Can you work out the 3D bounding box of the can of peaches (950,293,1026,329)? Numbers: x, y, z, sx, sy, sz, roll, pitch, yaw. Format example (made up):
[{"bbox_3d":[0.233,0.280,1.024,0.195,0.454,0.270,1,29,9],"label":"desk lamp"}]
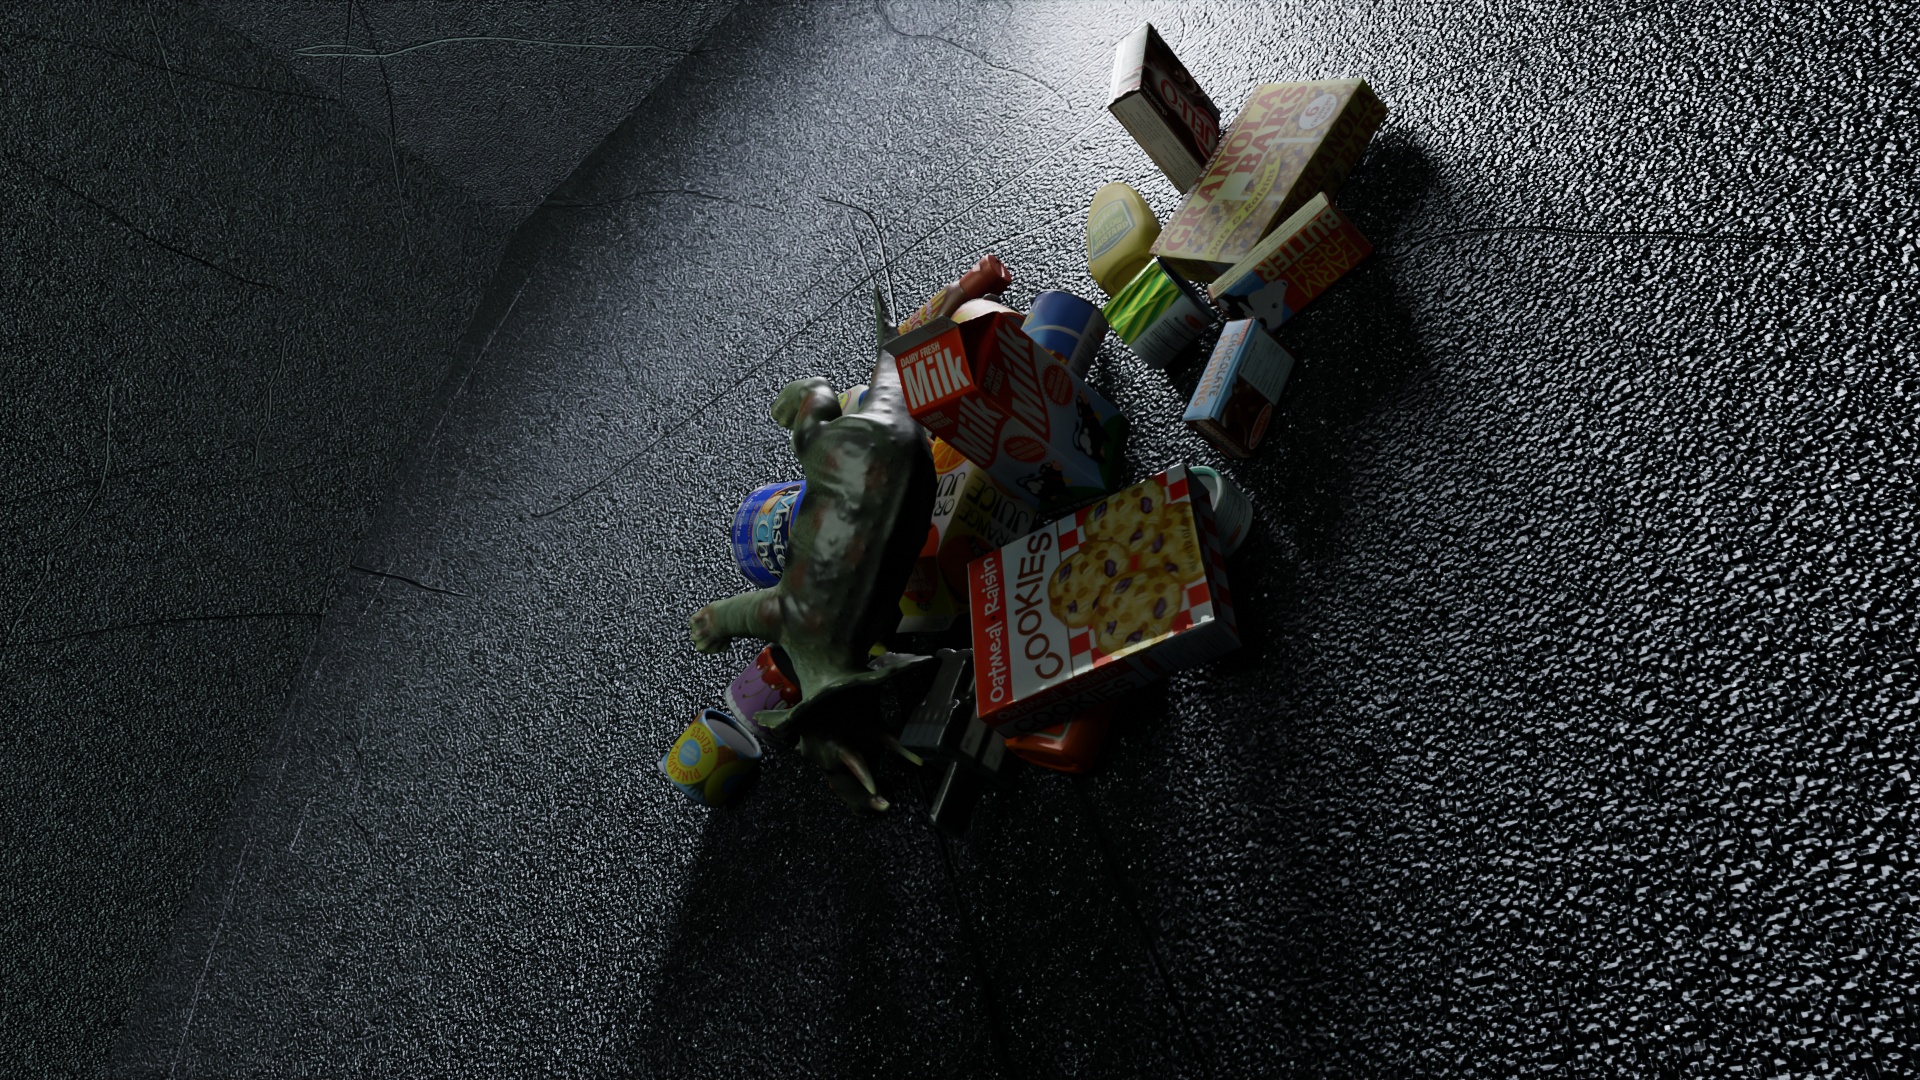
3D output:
[{"bbox_3d":[0.029,-0.177,1.222,0.071,0.071,0.058,-53,30,3],"label":"can of peaches"}]

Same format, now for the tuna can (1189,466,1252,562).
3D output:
[{"bbox_3d":[0.154,-0.014,0.915,0.071,0.033,0.071,-35,36,30],"label":"tuna can"}]

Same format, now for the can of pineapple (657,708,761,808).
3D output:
[{"bbox_3d":[-0.215,0.187,1.196,0.058,0.071,0.071,-51,30,7],"label":"can of pineapple"}]

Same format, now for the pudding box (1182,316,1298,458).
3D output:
[{"bbox_3d":[0.189,-0.103,0.938,0.030,0.049,0.084,-1,59,56],"label":"pudding box"}]

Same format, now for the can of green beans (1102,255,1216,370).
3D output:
[{"bbox_3d":[0.149,-0.171,1.048,0.057,0.071,0.071,-43,32,20],"label":"can of green beans"}]

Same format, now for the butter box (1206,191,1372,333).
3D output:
[{"bbox_3d":[0.229,-0.189,0.967,0.103,0.053,0.024,-40,30,23],"label":"butter box"}]

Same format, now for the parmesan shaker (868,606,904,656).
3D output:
[{"bbox_3d":[-0.069,0.035,1.145,0.071,0.071,0.103,-4,57,54],"label":"parmesan shaker"}]

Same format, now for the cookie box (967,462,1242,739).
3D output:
[{"bbox_3d":[0.084,0.040,0.872,0.167,0.040,0.123,-26,46,25],"label":"cookie box"}]

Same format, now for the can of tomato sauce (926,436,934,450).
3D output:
[{"bbox_3d":[-0.029,-0.049,1.158,0.071,0.083,0.071,-35,35,30],"label":"can of tomato sauce"}]

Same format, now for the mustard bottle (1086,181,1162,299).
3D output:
[{"bbox_3d":[0.136,-0.263,1.177,0.065,0.048,0.161,-37,34,25],"label":"mustard bottle"}]

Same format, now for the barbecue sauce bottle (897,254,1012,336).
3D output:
[{"bbox_3d":[-0.014,-0.216,1.347,0.148,0.043,0.065,-38,33,25],"label":"barbecue sauce bottle"}]

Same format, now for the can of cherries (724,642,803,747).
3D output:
[{"bbox_3d":[-0.154,0.130,1.174,0.058,0.071,0.072,-46,31,13],"label":"can of cherries"}]

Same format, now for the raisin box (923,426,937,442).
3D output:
[{"bbox_3d":[-0.044,-0.091,1.268,0.123,0.040,0.086,-9,53,49],"label":"raisin box"}]

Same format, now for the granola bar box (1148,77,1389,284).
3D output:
[{"bbox_3d":[0.232,-0.272,1.060,0.165,0.039,0.124,-57,31,-4],"label":"granola bar box"}]

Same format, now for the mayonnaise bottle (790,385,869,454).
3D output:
[{"bbox_3d":[-0.111,-0.124,1.391,0.147,0.041,0.065,-19,43,46],"label":"mayonnaise bottle"}]

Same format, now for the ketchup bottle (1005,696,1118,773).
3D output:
[{"bbox_3d":[0.083,0.077,0.913,0.064,0.043,0.149,-1,59,49],"label":"ketchup bottle"}]

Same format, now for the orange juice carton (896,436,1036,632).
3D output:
[{"bbox_3d":[0.004,-0.014,1.086,0.071,0.073,0.193,-8,53,51],"label":"orange juice carton"}]

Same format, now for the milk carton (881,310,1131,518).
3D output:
[{"bbox_3d":[0.033,-0.100,1.015,0.072,0.190,0.074,-19,46,45],"label":"milk carton"}]

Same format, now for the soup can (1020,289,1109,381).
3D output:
[{"bbox_3d":[0.073,-0.152,1.134,0.071,0.071,0.084,1,61,55],"label":"soup can"}]
